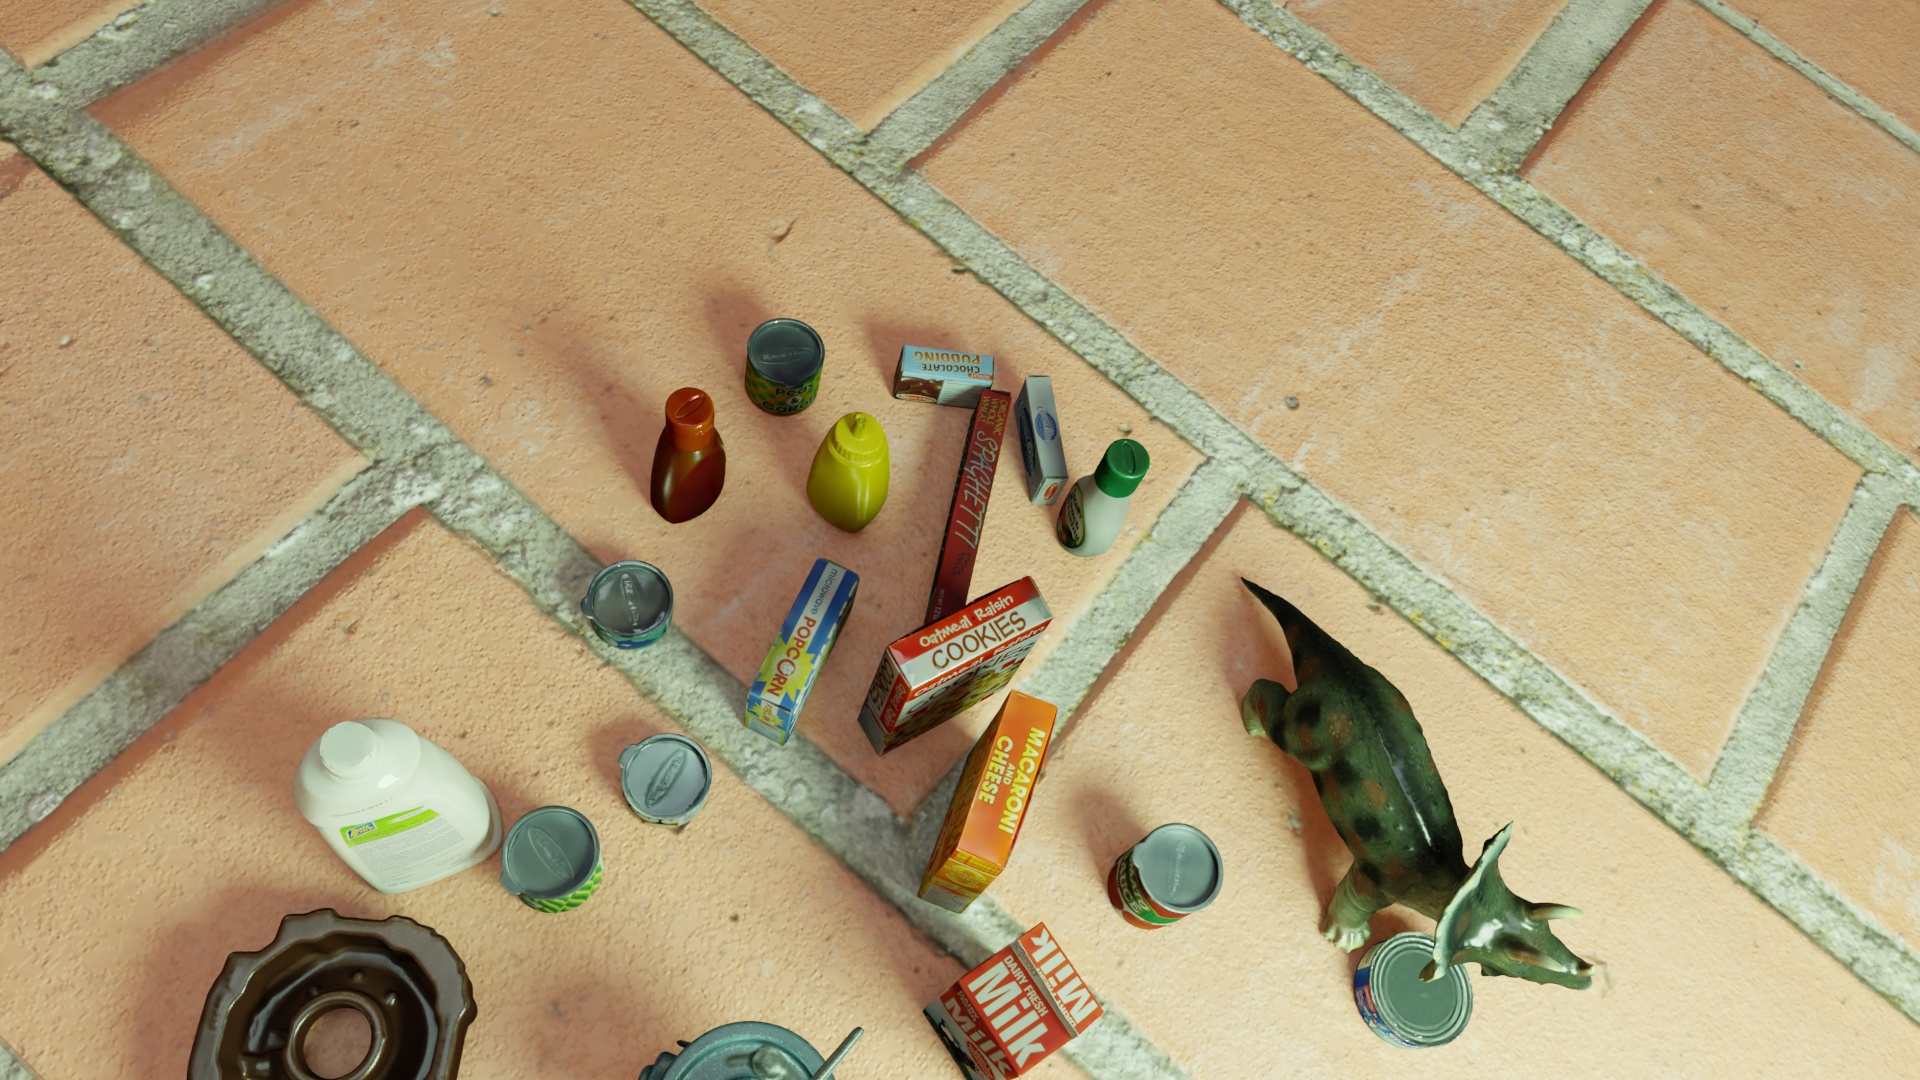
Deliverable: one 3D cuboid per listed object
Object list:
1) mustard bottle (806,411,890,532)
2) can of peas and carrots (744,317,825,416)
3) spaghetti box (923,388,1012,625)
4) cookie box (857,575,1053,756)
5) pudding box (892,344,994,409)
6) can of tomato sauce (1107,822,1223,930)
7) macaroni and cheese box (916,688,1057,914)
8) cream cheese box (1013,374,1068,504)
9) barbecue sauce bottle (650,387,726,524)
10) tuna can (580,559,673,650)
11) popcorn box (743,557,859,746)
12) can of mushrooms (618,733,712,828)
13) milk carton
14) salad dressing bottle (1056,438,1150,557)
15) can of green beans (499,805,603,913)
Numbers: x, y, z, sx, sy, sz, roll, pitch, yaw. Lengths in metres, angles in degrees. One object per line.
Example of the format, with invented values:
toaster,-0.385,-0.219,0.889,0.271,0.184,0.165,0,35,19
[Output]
mustard bottle,-0.086,-0.062,1.117,0.065,0.159,0.049,35,63,5
can of peas and carrots,-0.152,-0.147,1.201,0.071,0.058,0.071,5,64,-10
spaghetti box,0.004,-0.015,1.176,0.029,0.050,0.251,15,63,-5
cookie box,-0.008,0.097,1.054,0.123,0.166,0.040,-26,73,-22
pudding box,-0.015,-0.145,1.234,0.084,0.049,0.030,6,64,-9
can of tomato sauce,0.153,0.257,1.058,0.071,0.082,0.071,5,64,-10
macaroni and cheese box,0.019,0.194,1.013,0.040,0.165,0.124,22,63,-1
cream cheese box,0.070,-0.088,1.223,0.024,0.053,0.104,-2,65,-13
barbecue sauce bottle,-0.215,-0.068,1.099,0.044,0.148,0.065,44,64,10
tuna can,-0.263,0.052,1.096,0.071,0.032,0.071,5,64,-10
popcorn box,-0.123,0.086,1.080,0.038,0.085,0.127,25,62,0
can of mushrooms,-0.223,0.180,1.043,0.071,0.033,0.071,5,64,-10
milk carton,0.037,0.317,0.944,0.074,0.189,0.072,-29,74,-22
salad dressing bottle,0.119,-0.035,1.155,0.044,0.147,0.064,-2,66,-13
can of green beans,-0.290,0.229,0.992,0.071,0.057,0.071,5,64,-10
